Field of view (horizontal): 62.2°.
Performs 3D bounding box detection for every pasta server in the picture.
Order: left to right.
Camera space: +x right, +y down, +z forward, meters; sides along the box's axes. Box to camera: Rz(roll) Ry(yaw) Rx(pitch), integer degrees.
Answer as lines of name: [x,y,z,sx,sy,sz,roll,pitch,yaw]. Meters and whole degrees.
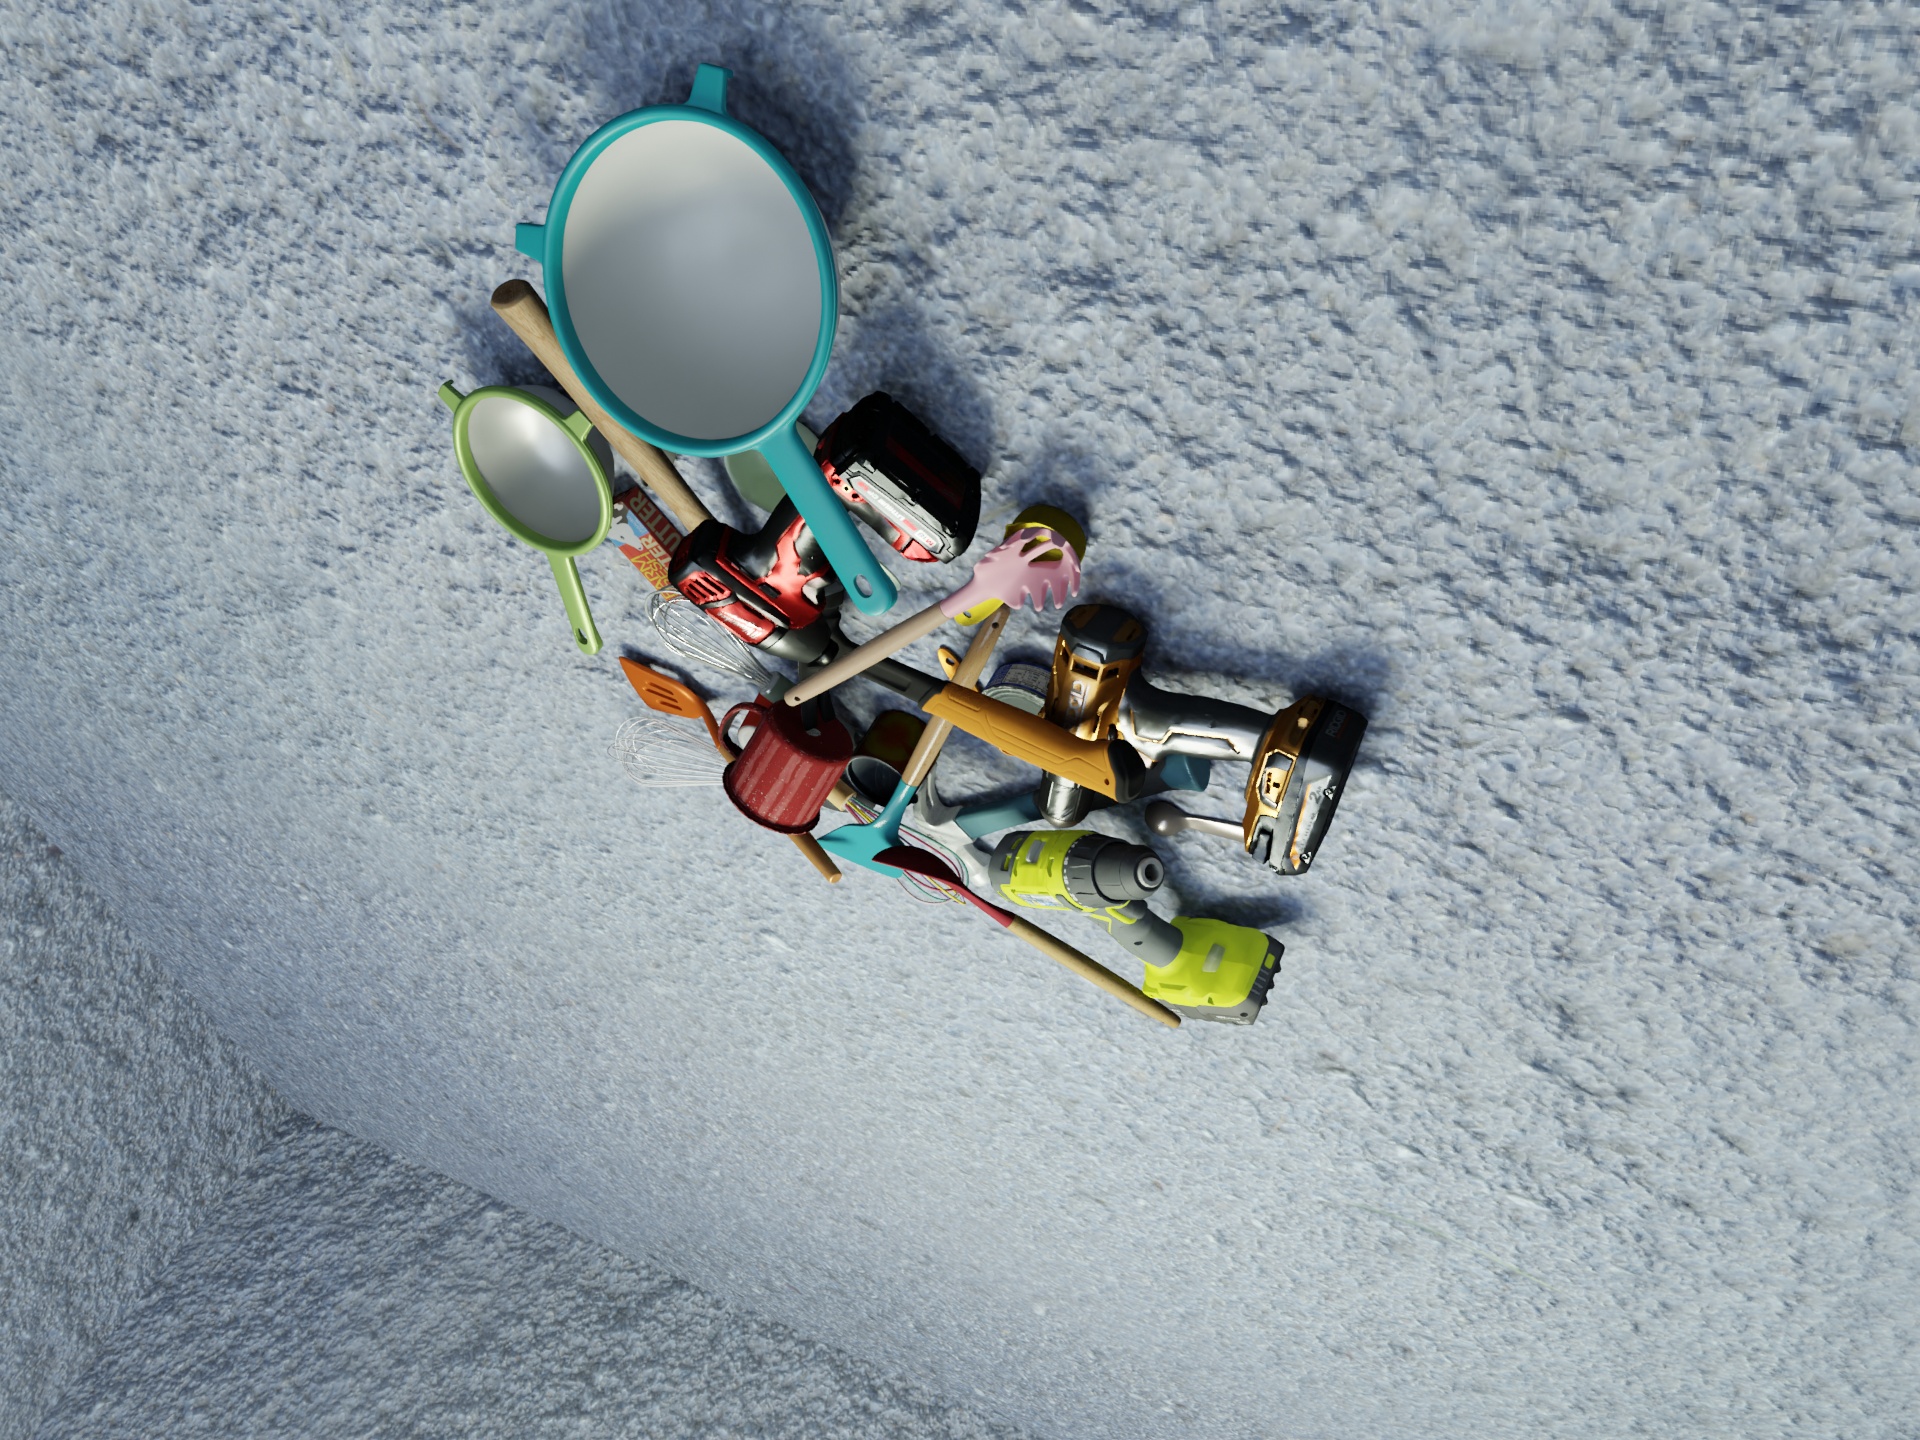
pasta server: [-0.031,-0.066,1.162,0.316,0.040,0.060,-27,117,40]

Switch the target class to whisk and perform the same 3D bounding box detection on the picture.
whisk: [-0.213,-0.239,1.175,0.055,0.055,0.239,32,150,-1]
whisk: [-0.211,0.050,1.516,0.285,0.070,0.070,12,141,20]
whisk: [-0.169,-0.037,1.361,0.059,0.058,0.246,-25,130,40]
whisk: [-0.085,0.085,1.434,0.245,0.047,0.051,39,121,17]

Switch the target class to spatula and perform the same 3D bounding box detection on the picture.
spatula: [-0.207,0.044,1.438,0.323,0.041,0.080,45,164,33]
spatula: [-0.031,0.023,1.297,0.082,0.044,0.317,24,124,-8]

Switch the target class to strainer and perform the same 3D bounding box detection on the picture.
strainer: [-0.318,-0.171,1.300,0.151,0.069,0.256,14,135,24]
strainer: [-0.121,-0.227,1.020,0.211,0.095,0.340,-27,99,31]

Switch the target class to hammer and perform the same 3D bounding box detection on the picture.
hammer: [-0.231,-0.194,1.176,0.130,0.031,0.331,15,155,37]
hammer: [-0.002,-0.004,1.201,0.337,0.034,0.127,24,123,37]
hammer: [0.080,0.068,1.335,0.128,0.033,0.331,46,143,-21]

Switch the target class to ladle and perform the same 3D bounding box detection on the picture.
ladle: [0.063,0.184,1.353,0.315,0.031,0.069,33,171,-15]

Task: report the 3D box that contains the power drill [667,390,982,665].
power drill: [-0.094,-0.122,1.137,0.143,0.079,0.219,38,130,-25]

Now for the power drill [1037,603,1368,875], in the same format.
power drill: [0.161,0.032,1.160,0.226,0.084,0.185,23,127,17]

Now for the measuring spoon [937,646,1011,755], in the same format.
measuring spoon: [0.016,-0.017,1.303,0.021,0.011,0.116,-9,125,44]

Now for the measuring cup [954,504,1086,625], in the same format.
measuring cup: [0.038,-0.109,1.157,0.062,0.029,0.156,39,147,-10]

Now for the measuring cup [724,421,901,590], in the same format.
measuring cup: [-0.100,-0.163,1.188,0.167,0.038,0.083,41,144,-17]

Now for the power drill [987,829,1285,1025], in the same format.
power drill: [0.154,0.162,1.298,0.228,0.080,0.190,36,160,-24]

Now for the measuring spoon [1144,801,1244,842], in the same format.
measuring spoon: [0.205,0.092,1.281,0.124,0.018,0.034,11,140,26]
